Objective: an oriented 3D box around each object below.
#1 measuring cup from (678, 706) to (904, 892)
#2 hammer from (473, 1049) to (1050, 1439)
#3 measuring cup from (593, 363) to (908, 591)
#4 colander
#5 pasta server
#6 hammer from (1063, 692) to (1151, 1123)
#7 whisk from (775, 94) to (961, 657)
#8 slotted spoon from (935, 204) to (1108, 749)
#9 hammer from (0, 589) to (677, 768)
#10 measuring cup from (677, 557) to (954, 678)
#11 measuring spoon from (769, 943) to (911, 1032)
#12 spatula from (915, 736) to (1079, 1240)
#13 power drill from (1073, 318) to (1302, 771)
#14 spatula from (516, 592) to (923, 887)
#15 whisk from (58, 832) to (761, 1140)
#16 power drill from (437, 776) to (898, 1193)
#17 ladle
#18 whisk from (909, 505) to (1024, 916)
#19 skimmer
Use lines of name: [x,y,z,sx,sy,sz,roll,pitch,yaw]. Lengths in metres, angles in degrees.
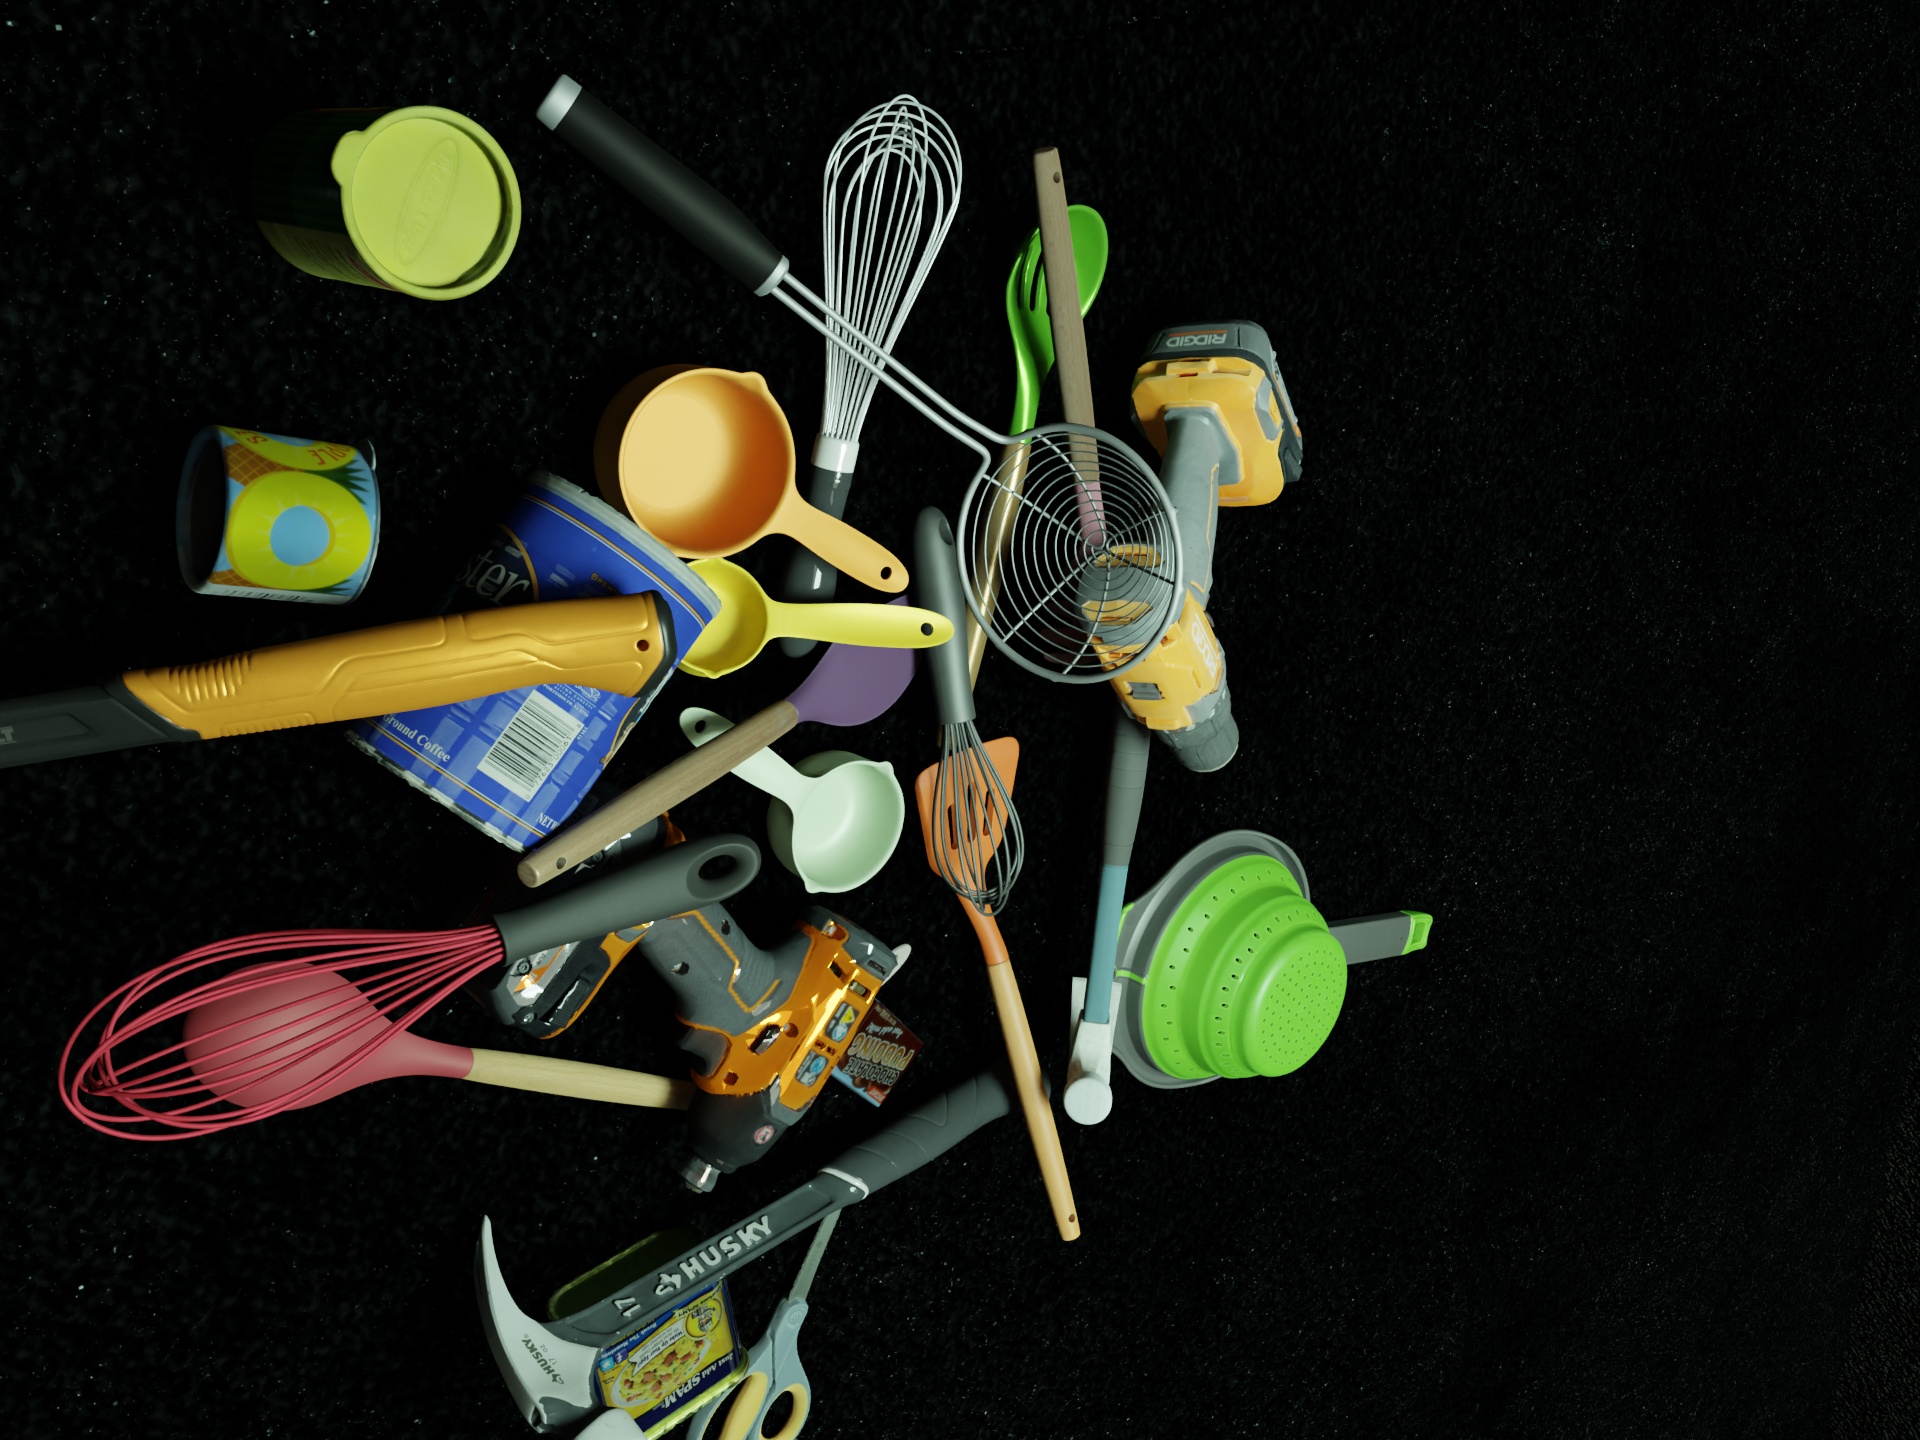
measuring cup: [-0.098,0.032,0.849,0.167,0.038,0.083,39,79,-41]
hammer: [-0.086,0.271,0.911,0.409,0.149,0.036,-18,139,-47]
measuring cup: [-0.099,-0.107,0.773,0.173,0.052,0.095,29,89,-39]
colander: [0.271,0.188,1.199,0.397,0.095,0.204,0,106,-42]
pasta server: [0.061,-0.161,0.893,0.060,0.040,0.316,-39,133,-34]
hammer: [0.100,0.077,1.011,0.128,0.033,0.331,-43,139,-83]
whisk: [-0.057,-0.166,0.799,0.070,0.070,0.284,0,111,-42]
slotted spoon: [0.025,-0.133,0.903,0.070,0.031,0.313,0,108,-45]
hammer: [-0.276,-0.017,0.593,0.337,0.034,0.127,-10,113,-17]
measuring cup: [-0.080,-0.048,0.806,0.156,0.029,0.062,2,82,-23]
measuring spoon: [-0.076,0.166,0.938,0.124,0.018,0.034,-35,141,-36]
spatula: [0.034,0.172,0.982,0.081,0.041,0.322,-20,99,-36]
power drill: [0.140,-0.095,0.932,0.185,0.084,0.226,53,47,-51]
spatula: [-0.101,0.008,0.785,0.316,0.018,0.059,-36,128,-52]
whisk: [-0.212,0.099,0.663,0.295,0.073,0.073,-18,117,-34]
power drill: [-0.146,0.141,0.807,0.226,0.084,0.164,41,77,-41]
ladle: [-0.227,0.176,0.796,0.315,0.031,0.069,24,87,-46]
whisk: [0.000,-0.003,0.901,0.055,0.055,0.239,-18,105,-37]
skimmer: [-0.044,-0.151,0.731,0.363,0.127,0.090,35,39,-25]
